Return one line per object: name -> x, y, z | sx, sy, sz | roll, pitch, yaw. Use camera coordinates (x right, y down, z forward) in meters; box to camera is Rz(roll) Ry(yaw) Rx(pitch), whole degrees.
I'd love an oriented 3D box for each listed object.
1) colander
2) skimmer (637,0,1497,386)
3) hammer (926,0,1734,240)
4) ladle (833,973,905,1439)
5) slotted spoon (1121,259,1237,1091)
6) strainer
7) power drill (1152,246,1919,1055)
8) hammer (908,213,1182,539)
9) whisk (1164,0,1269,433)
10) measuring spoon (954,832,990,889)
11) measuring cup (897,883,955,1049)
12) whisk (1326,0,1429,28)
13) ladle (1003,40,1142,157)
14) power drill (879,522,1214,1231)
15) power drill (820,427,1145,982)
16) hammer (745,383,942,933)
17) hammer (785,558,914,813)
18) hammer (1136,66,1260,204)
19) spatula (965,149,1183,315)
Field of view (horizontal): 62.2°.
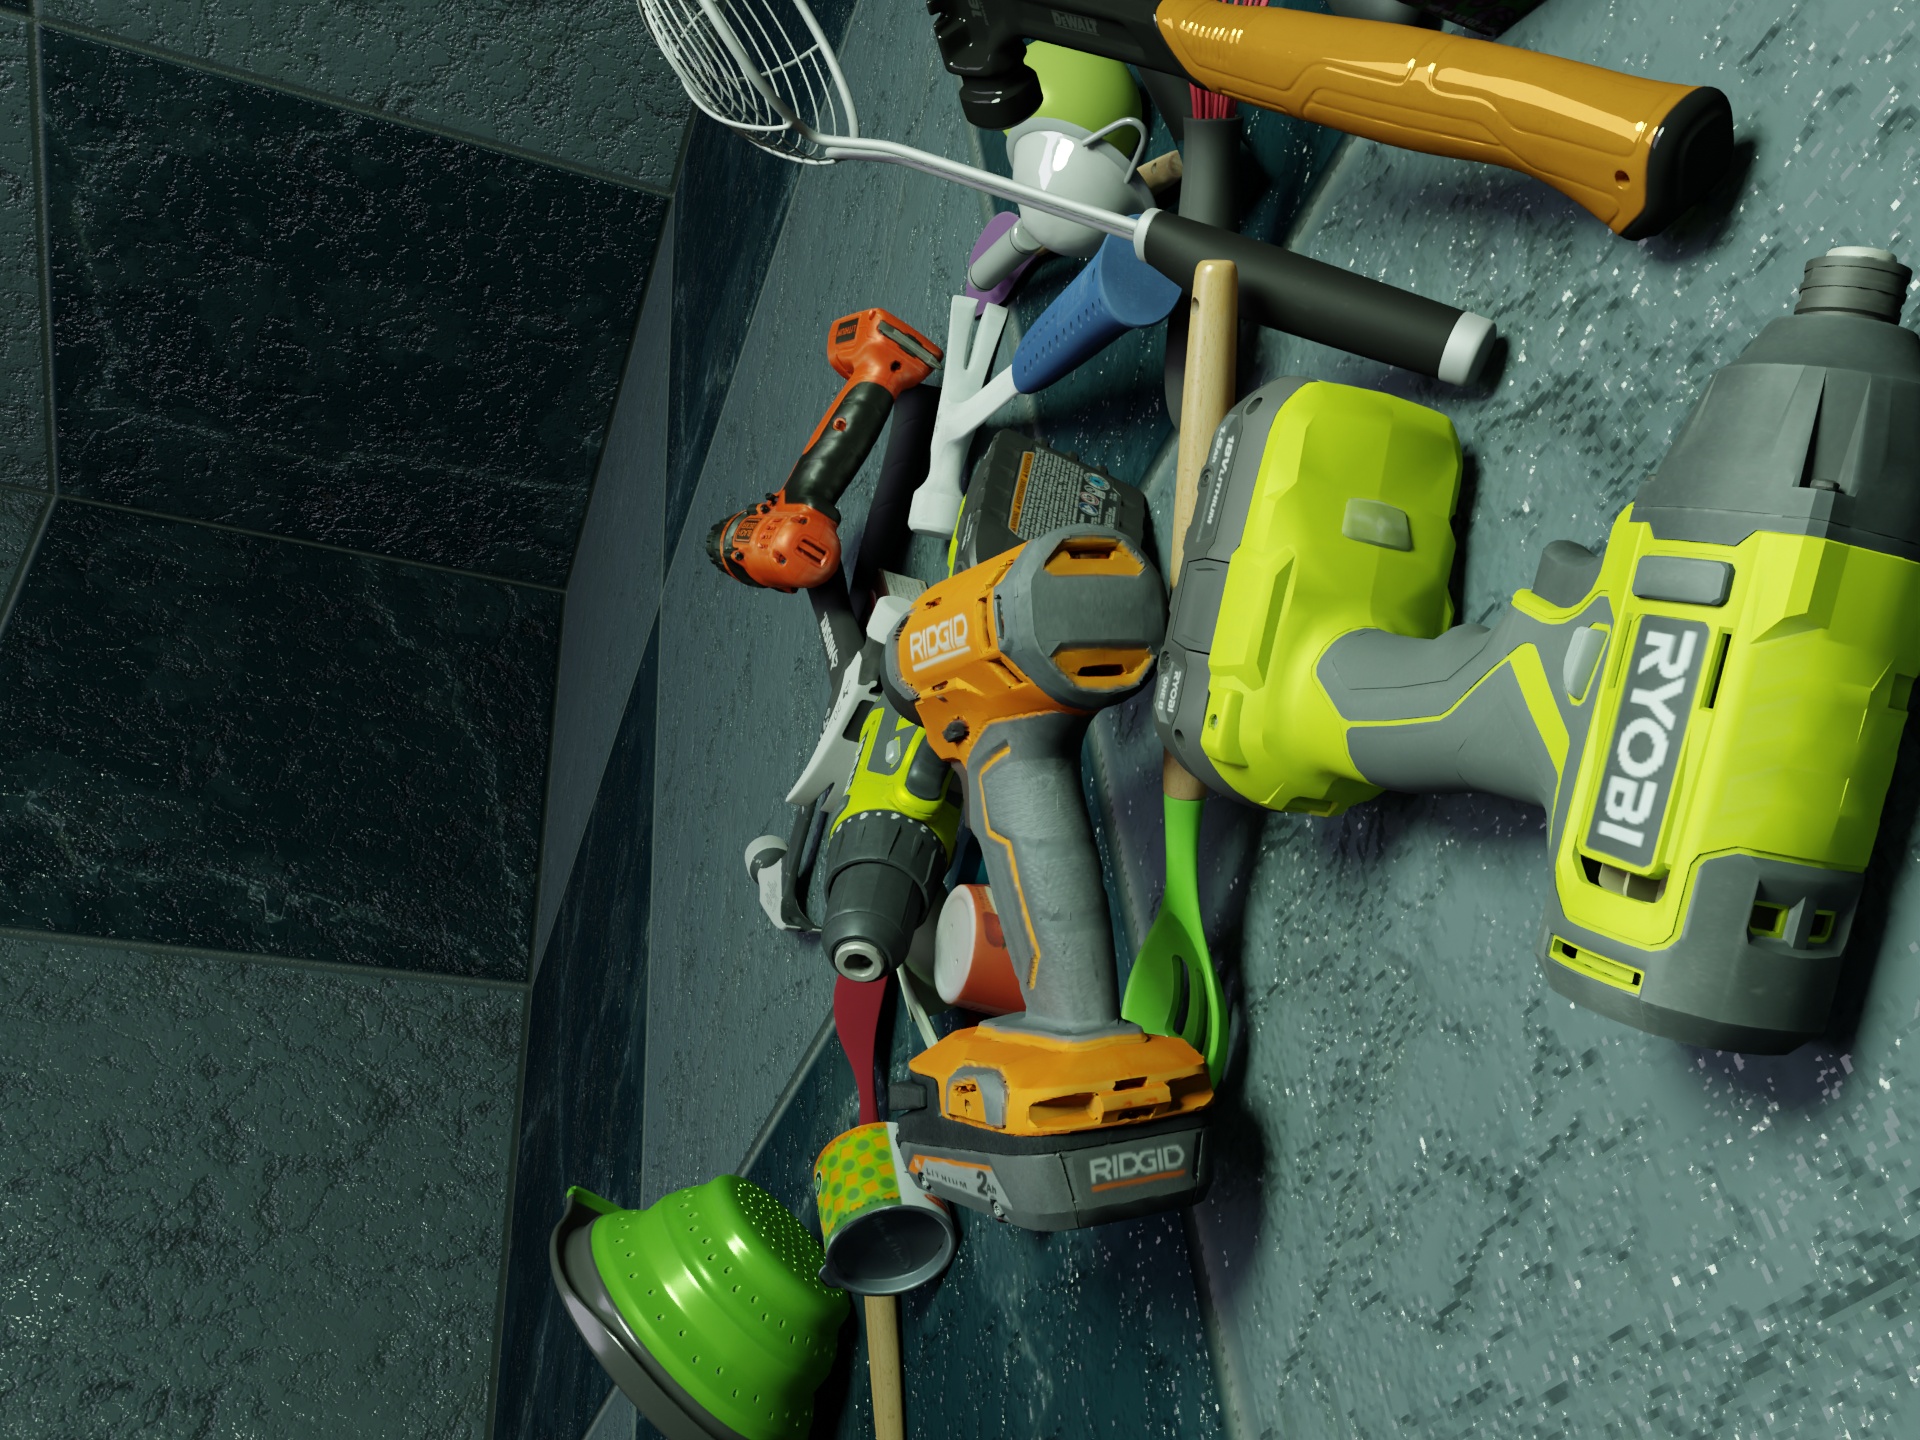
colander -> -0.092, 0.369, 0.860 | 0.094, 0.204, 0.398 | -45, 40, -3
skimmer -> 0.027, -0.218, 0.566 | 0.127, 0.363, 0.090 | 6, -71, -66
hammer -> 0.091, -0.225, 0.518 | 0.337, 0.034, 0.127 | 37, 160, 42
ladle -> -0.049, 0.262, 0.897 | 0.069, 0.031, 0.316 | 123, 149, -47
slotted spoon -> 0.081, 0.002, 0.556 | 0.070, 0.031, 0.313 | -136, 44, -64
strainer -> 0.038, -0.254, 0.834 | 0.050, 0.086, 0.258 | -55, 12, -5
power drill -> 0.147, -0.030, 0.425 | 0.223, 0.080, 0.171 | -155, 76, -66
hammer -> 0.031, -0.180, 0.793 | 0.405, 0.035, 0.144 | -173, 94, -79
whisk -> 0.097, -0.252, 0.611 | 0.073, 0.073, 0.295 | -121, 26, -62
measuring spoon -> 0.025, 0.037, 0.824 | 0.042, 0.021, 0.129 | 155, 132, -73
measuring cup -> -0.010, 0.128, 0.789 | 0.168, 0.038, 0.083 | -127, 22, -71
whisk -> 0.127, -0.341, 0.663 | 0.285, 0.070, 0.070 | -108, 34, -44
ladle -> 0.041, -0.365, 0.918 | 0.320, 0.078, 0.062 | -106, 25, -65
power drill -> 0.018, 0.055, 0.582 | 0.164, 0.084, 0.226 | 166, 101, -64
power drill -> -0.001, -0.002, 0.746 | 0.191, 0.080, 0.228 | -77, 13, -54
hammer -> -0.080, -0.038, 1.117 | 0.149, 0.036, 0.408 | -126, 49, -62
hammer -> -0.086, -0.073, 1.038 | 0.335, 0.035, 0.146 | -112, 42, -59
hammer -> 0.081, -0.352, 0.761 | 0.033, 0.128, 0.331 | -23, 53, 13
spatula -> 0.053, -0.274, 0.887 | 0.316, 0.018, 0.060 | -162, 78, -71
